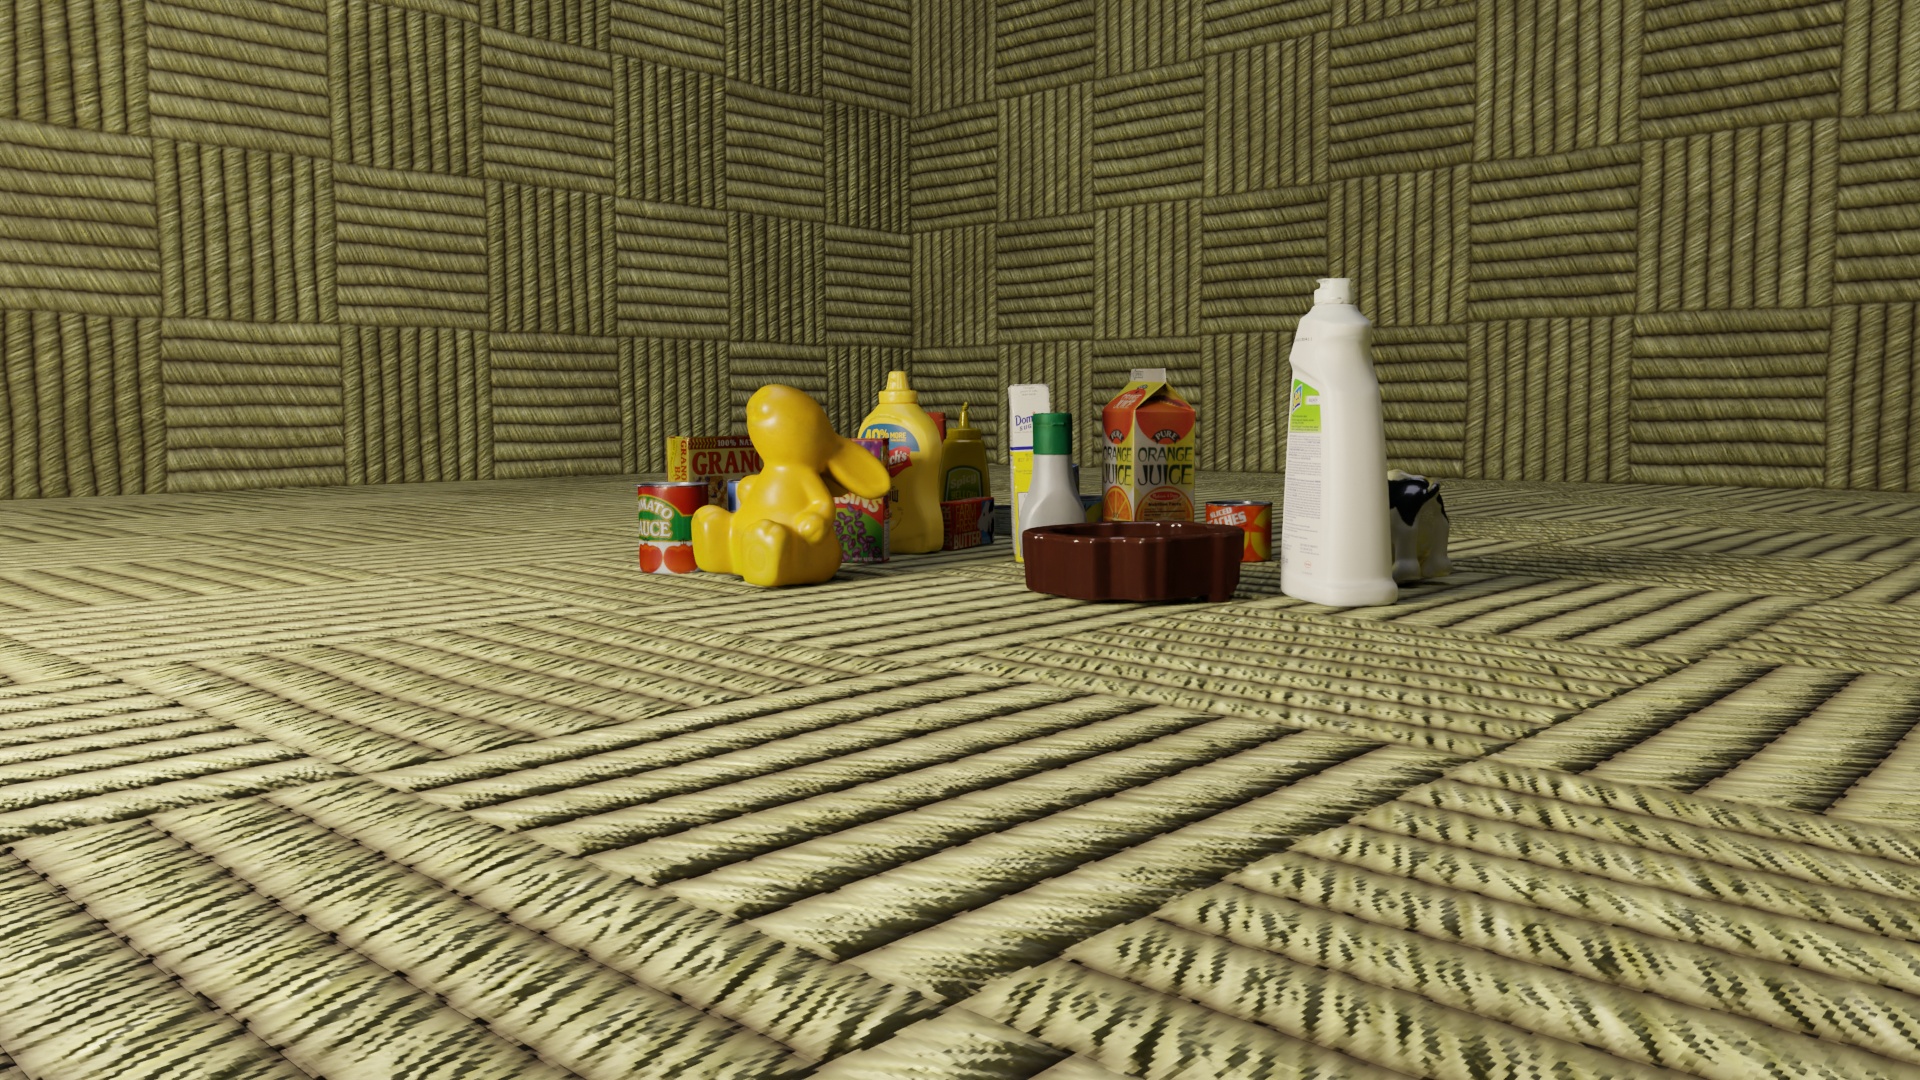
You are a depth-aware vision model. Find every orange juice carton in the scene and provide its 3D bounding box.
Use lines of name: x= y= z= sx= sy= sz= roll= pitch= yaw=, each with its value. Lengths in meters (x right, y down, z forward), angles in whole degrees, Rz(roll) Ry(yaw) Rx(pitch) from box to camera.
orange juice carton: x=0.192 y=-0.080 z=1.423 sx=0.073 sy=0.192 sz=0.072 roll=-2 pitch=5 yaw=-21

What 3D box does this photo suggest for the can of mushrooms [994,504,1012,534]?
can of mushrooms: x=0.069 y=-0.026 z=1.707 sx=0.071 sy=0.033 sz=0.071 roll=0 pitch=5 yaw=0

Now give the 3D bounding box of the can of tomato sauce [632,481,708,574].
can of tomato sauce: x=-0.272 y=-0.013 z=1.309 sx=0.071 sy=0.083 sz=0.071 roll=0 pitch=5 yaw=0

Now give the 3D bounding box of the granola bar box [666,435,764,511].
granola bar box: x=-0.252 y=-0.055 z=1.544 sx=0.039 sy=0.124 sz=0.166 roll=3 pitch=6 yaw=37

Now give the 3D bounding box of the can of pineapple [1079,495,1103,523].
can of pineapple: x=0.134 y=-0.018 z=1.487 sx=0.071 sy=0.057 sz=0.071 roll=0 pitch=5 yaw=0

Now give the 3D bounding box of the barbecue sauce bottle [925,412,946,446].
barbecue sauce bottle: x=-0.036 y=-0.091 z=1.792 sx=0.043 sy=0.148 sz=0.065 roll=2 pitch=5 yaw=29

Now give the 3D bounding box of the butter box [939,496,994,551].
butter box: x=0.005 y=-0.019 z=1.529 sx=0.024 sy=0.053 sz=0.104 roll=2 pitch=6 yaw=28

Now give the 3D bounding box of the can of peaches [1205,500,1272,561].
can of peaches: x=0.276 y=-0.009 z=1.386 sx=0.071 sy=0.058 sz=0.071 roll=0 pitch=5 yaw=0

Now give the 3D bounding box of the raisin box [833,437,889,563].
raisin box: x=-0.114 y=-0.040 z=1.383 sx=0.086 sy=0.123 sz=0.040 roll=0 pitch=5 yaw=7

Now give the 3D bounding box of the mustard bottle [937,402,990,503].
mustard bottle: x=0.003 y=-0.080 z=1.605 sx=0.065 sy=0.160 sz=0.049 roll=0 pitch=5 yaw=-3

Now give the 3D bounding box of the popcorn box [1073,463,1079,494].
popcorn box: x=0.117 y=-0.046 z=1.645 sx=0.038 sy=0.085 sz=0.127 roll=1 pitch=5 yaw=10

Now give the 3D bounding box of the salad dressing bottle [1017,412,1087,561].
salad dressing bottle: x=0.084 y=-0.042 z=1.264 sx=0.064 sy=0.147 sz=0.044 roll=-1 pitch=5 yaw=-13

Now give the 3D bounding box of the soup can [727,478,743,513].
soup can: x=-0.195 y=-0.019 z=1.367 sx=0.071 sy=0.083 sz=0.071 roll=0 pitch=5 yaw=0
